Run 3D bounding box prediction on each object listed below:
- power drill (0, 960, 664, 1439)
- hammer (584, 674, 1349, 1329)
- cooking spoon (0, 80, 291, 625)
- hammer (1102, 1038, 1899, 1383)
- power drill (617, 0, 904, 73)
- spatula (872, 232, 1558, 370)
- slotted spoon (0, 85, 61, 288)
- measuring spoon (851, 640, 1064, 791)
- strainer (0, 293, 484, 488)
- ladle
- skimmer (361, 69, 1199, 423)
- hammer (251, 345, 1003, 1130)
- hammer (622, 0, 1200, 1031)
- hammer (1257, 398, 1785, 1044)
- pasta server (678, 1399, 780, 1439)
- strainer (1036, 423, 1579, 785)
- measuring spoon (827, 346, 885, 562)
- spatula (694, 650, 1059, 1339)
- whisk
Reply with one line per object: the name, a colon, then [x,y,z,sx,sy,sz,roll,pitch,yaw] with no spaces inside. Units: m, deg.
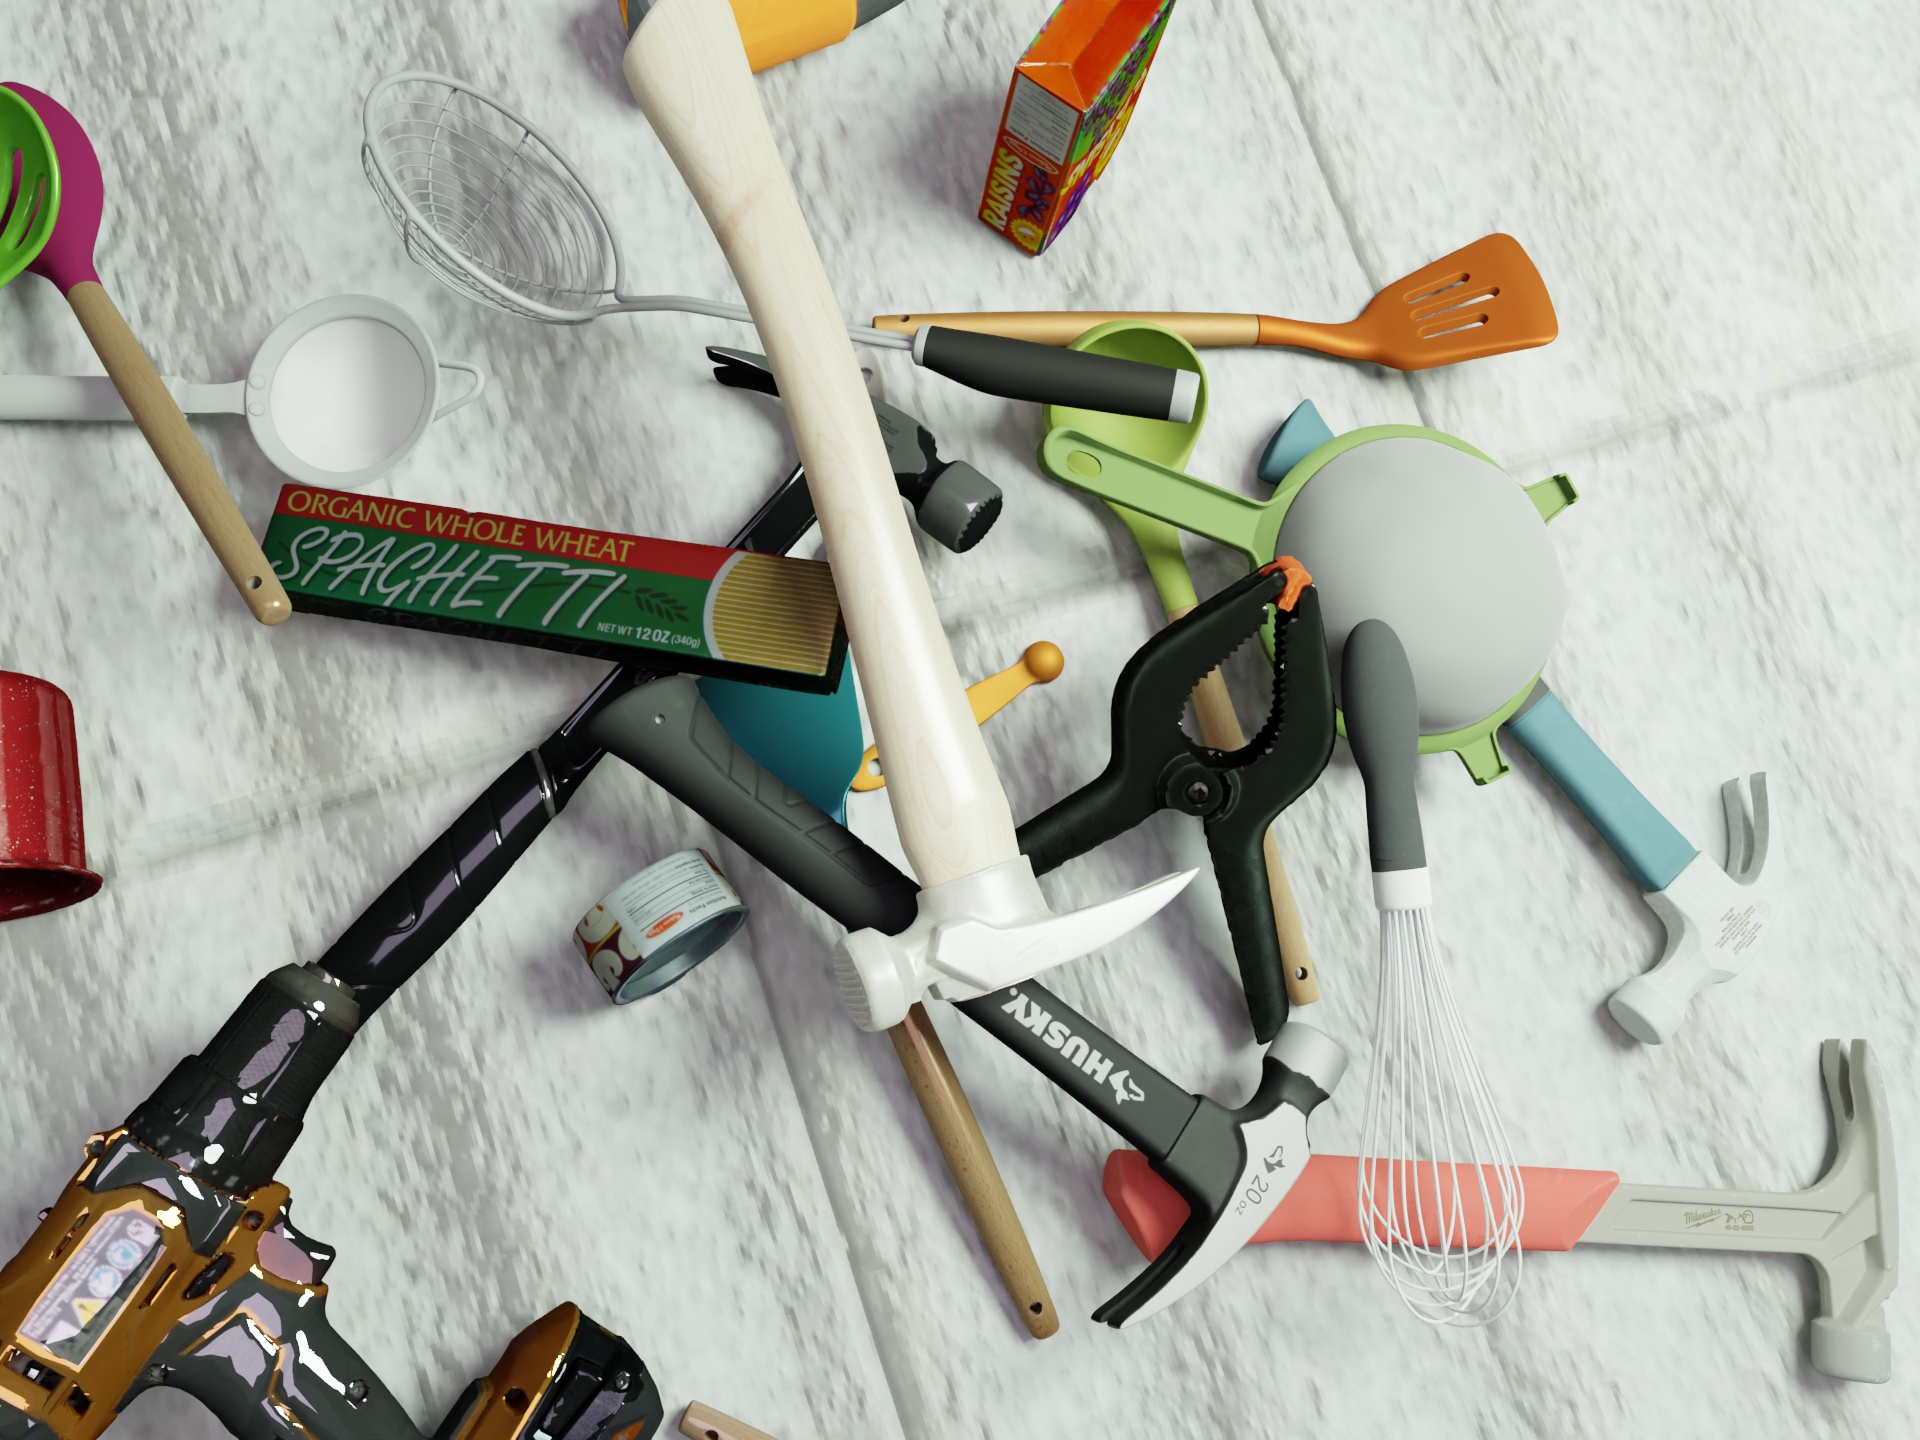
power drill: [-0.221,0.216,0.586,0.226,0.084,0.185,35,69,-9]
hammer: [-0.009,0.098,0.636,0.335,0.035,0.146,38,70,-3]
cooking spoon: [-0.354,-0.161,0.662,0.069,0.017,0.319,-33,71,-11]
hammer: [0.241,0.204,0.698,0.359,0.036,0.149,6,77,-8]
power drill: [-0.113,-0.422,0.757,0.164,0.084,0.226,-25,87,-14]
spatula: [0.119,-0.195,0.762,0.322,0.041,0.081,-2,55,-7]
slotted spoon: [-0.436,-0.108,0.649,0.070,0.031,0.314,16,85,8]
measuring spoon: [-0.001,-0.002,0.717,0.117,0.011,0.021,-32,85,-13]
strainer: [-0.330,-0.139,0.683,0.258,0.050,0.087,0,81,-3]
ladle: [0.110,-0.027,0.718,0.078,0.062,0.320,-16,84,-2]
skimmer: [-0.073,-0.199,0.681,0.363,0.090,0.127,12,37,5]
hammer: [-0.166,0.007,0.672,0.149,0.036,0.409,38,78,13]
hammer: [-0.035,-0.097,0.627,0.146,0.038,0.411,-17,85,-20]
hammer: [0.257,-0.015,0.748,0.128,0.033,0.331,-39,86,-13]
pasta server: [0.029,0.352,0.634,0.316,0.040,0.060,28,86,-1]
strainer: [0.158,-0.079,0.681,0.256,0.069,0.151,19,81,-11]
measuring spoon: [-0.044,-0.115,0.736,0.034,0.018,0.124,-1,72,0]
spatula: [-0.028,0.113,0.683,0.082,0.044,0.317,-24,88,-5]
whisk: [0.183,0.100,0.641,0.070,0.070,0.284,-5,87,-10]
